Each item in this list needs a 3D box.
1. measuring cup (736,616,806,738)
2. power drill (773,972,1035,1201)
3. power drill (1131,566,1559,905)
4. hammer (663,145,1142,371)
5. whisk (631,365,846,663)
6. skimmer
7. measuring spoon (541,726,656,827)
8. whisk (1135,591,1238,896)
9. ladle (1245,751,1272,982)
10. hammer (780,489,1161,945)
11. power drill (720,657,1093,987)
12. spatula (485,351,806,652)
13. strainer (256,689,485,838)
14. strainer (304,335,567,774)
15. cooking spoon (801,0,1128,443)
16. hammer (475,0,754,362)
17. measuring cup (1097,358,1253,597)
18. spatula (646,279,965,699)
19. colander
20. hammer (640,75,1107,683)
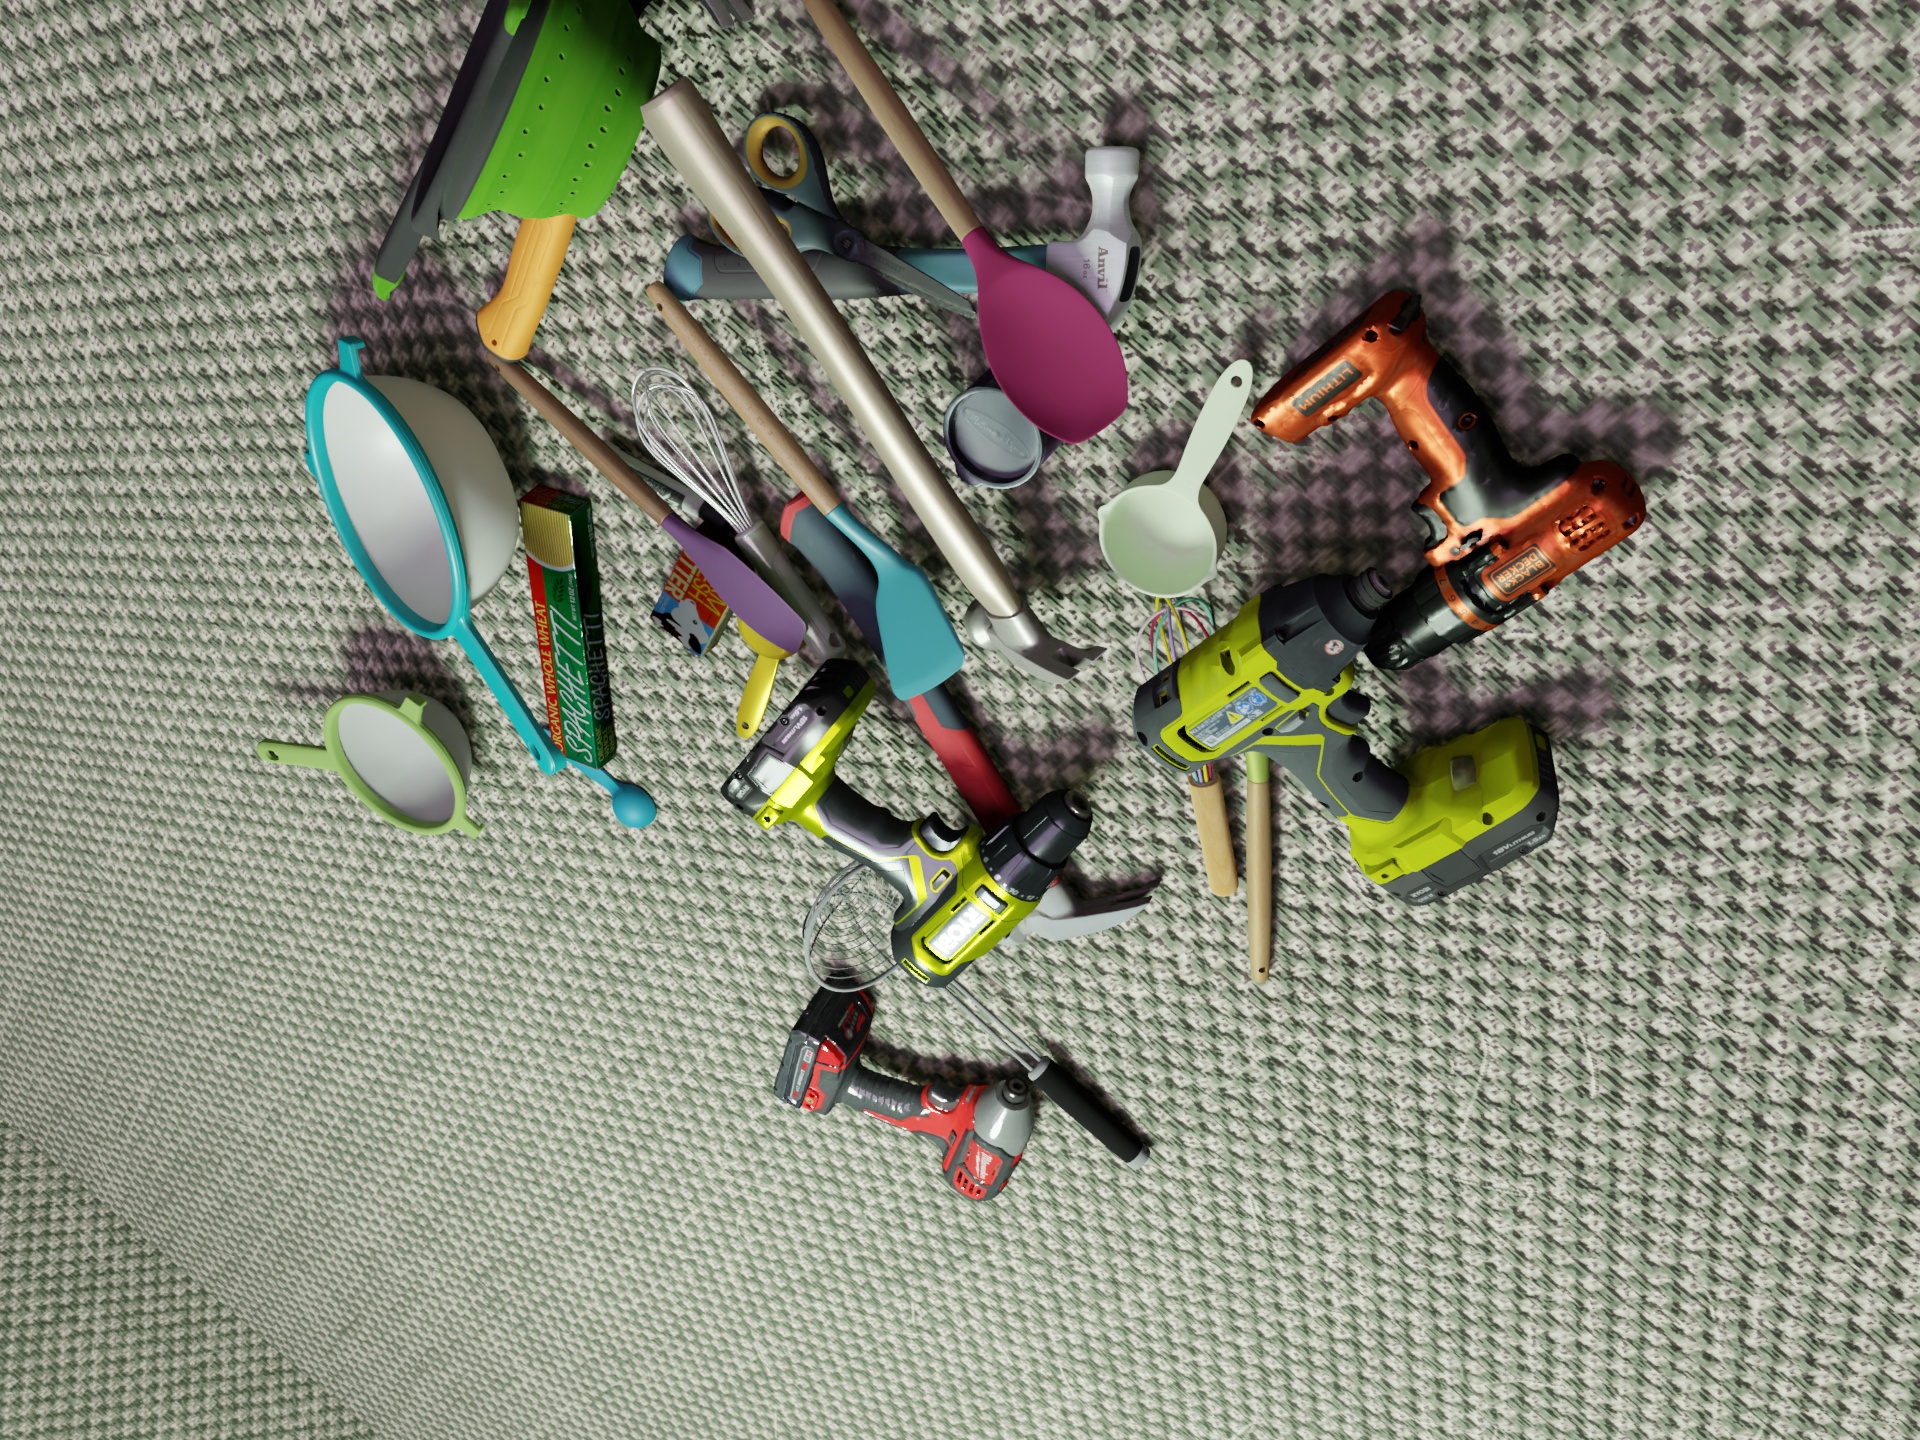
[{"bbox_3d":[-0.154,-0.037,1.209,0.062,0.029,0.156,30,129,9],"label":"measuring cup"},{"bbox_3d":[-0.041,0.316,1.367,0.220,0.079,0.143,27,131,8],"label":"power drill"},{"bbox_3d":[0.236,0.008,0.928,0.223,0.080,0.171,32,133,-23],"label":"power drill"},{"bbox_3d":[-0.046,-0.274,0.965,0.331,0.033,0.128,9,108,29],"label":"hammer"},{"bbox_3d":[-0.153,-0.141,1.120,0.059,0.058,0.246,-20,112,38],"label":"whisk"},{"bbox_3d":[0.025,0.245,1.263,0.363,0.127,0.090,43,174,-9],"label":"skimmer"},{"bbox_3d":[-0.320,0.051,1.375,0.128,0.021,0.042,38,133,0],"label":"measuring spoon"},{"bbox_3d":[0.159,0.019,1.065,0.047,0.051,0.244,21,138,44],"label":"whisk"},{"bbox_3d":[0.202,0.066,1.059,0.078,0.062,0.319,-9,126,-1],"label":"ladle"},{"bbox_3d":[-0.002,-0.004,1.140,0.143,0.038,0.386,-18,111,37],"label":"hammer"},{"bbox_3d":[-0.036,0.065,1.128,0.228,0.080,0.190,40,120,-5],"label":"power drill"},{"bbox_3d":[-0.227,-0.160,1.139,0.316,0.018,0.059,43,147,7],"label":"spatula"},{"bbox_3d":[-0.535,0.022,1.450,0.256,0.069,0.151,4,126,29],"label":"strainer"},{"bbox_3d":[-0.365,-0.121,1.203,0.340,0.095,0.211,57,145,1],"label":"strainer"},{"bbox_3d":[-0.007,-0.296,0.899,0.069,0.017,0.319,-34,87,13],"label":"cooking spoon"},{"bbox_3d":[-0.248,-0.359,1.035,0.127,0.034,0.336,40,133,1],"label":"hammer"},{"bbox_3d":[0.141,-0.149,0.954,0.083,0.038,0.167,30,130,9],"label":"measuring cup"},{"bbox_3d":[-0.106,-0.155,1.047,0.317,0.044,0.082,51,141,-9],"label":"spatula"},{"bbox_3d":[-0.276,-0.340,0.978,0.094,0.205,0.397,20,158,-27],"label":"colander"},{"bbox_3d":[-0.050,-0.189,0.942,0.410,0.038,0.146,55,169,-26],"label":"hammer"}]
